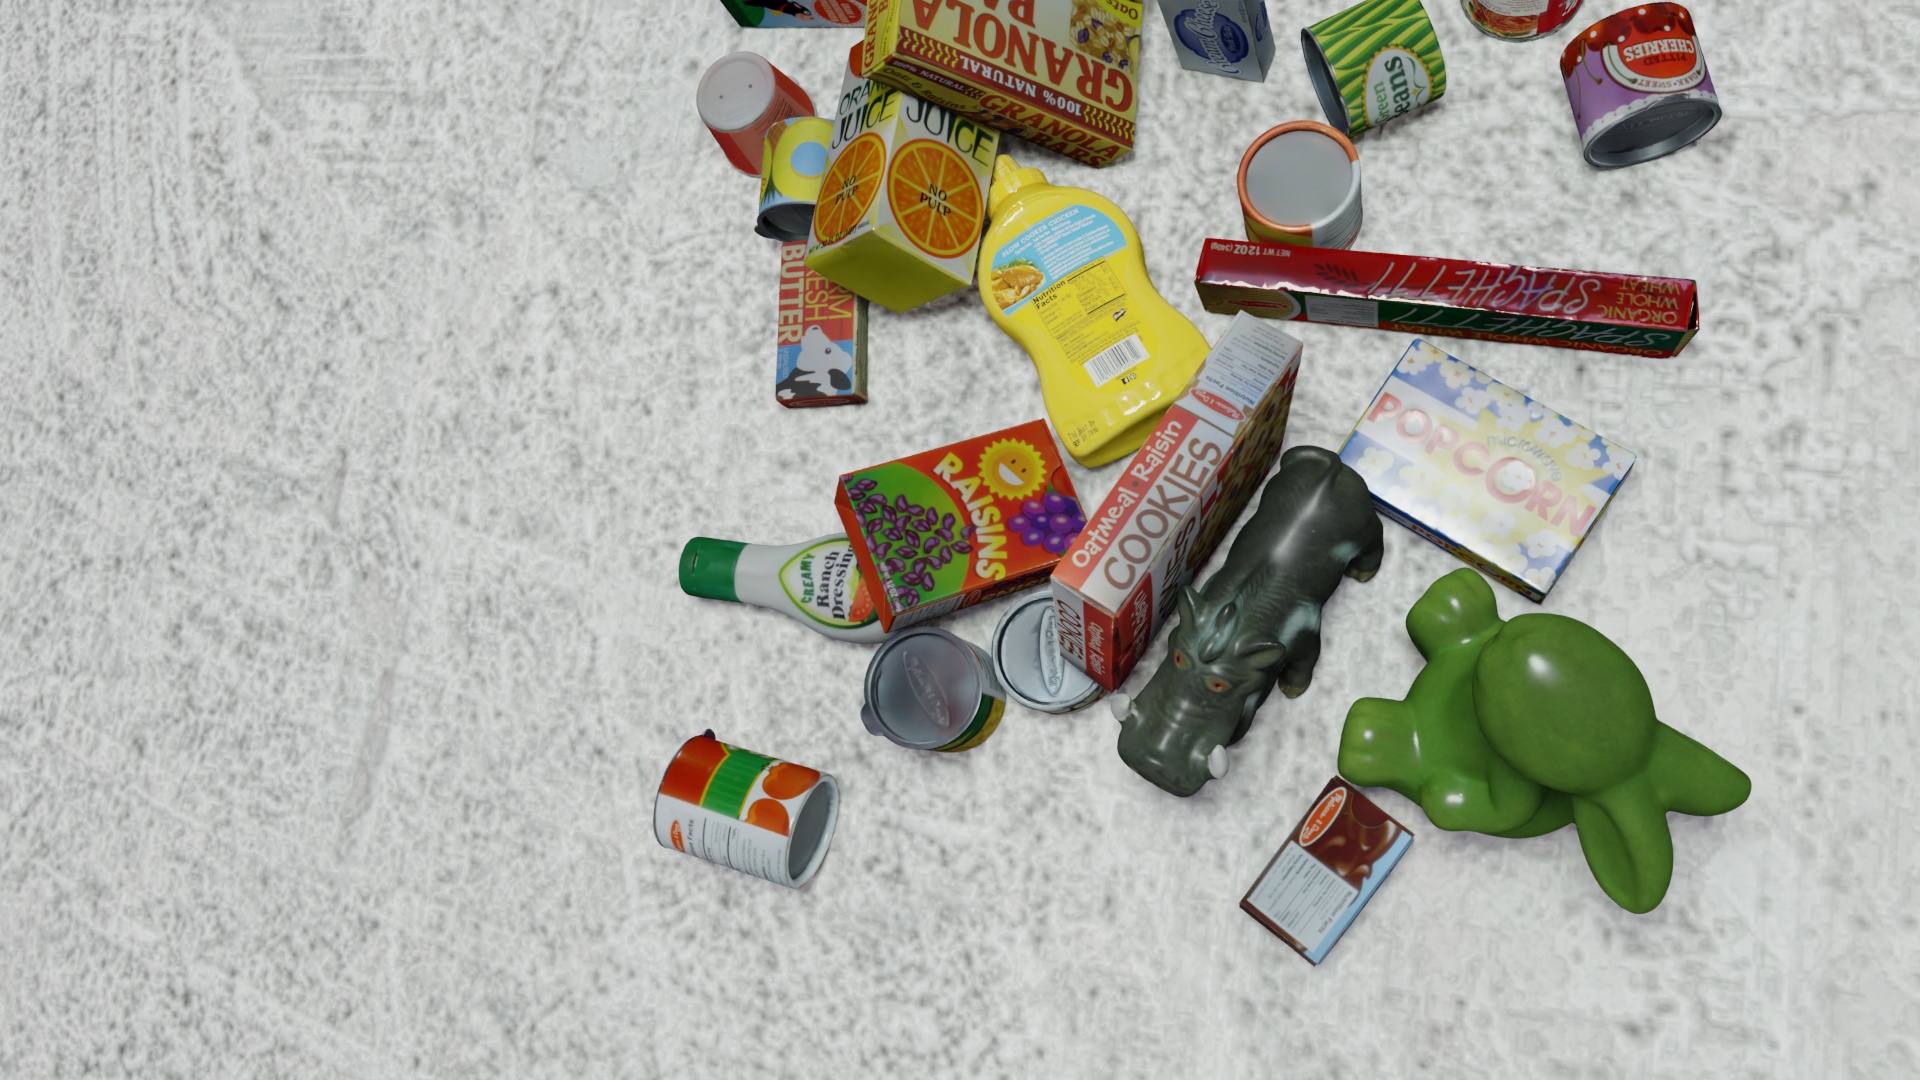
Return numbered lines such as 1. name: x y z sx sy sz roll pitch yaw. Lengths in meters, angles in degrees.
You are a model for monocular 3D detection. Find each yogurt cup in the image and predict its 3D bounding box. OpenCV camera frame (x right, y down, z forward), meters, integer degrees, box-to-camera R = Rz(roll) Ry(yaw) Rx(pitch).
1. yogurt cup: -0.131 -0.273 0.881 0.072 0.054 0.072 -3 79 16

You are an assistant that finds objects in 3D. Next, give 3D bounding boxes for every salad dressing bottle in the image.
1. salad dressing bottle: -0.092 0.024 0.812 0.148 0.044 0.064 6 80 18

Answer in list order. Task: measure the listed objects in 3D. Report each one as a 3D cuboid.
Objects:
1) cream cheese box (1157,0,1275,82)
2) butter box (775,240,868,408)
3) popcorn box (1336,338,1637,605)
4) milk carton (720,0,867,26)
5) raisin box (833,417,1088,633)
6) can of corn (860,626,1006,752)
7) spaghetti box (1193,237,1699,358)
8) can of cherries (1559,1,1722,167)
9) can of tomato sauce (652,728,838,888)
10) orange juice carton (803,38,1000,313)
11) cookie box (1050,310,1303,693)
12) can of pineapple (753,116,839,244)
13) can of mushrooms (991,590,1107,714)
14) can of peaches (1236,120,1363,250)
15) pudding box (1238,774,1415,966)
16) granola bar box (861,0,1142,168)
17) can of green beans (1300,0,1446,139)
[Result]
1. cream cheese box: 0.143 -0.293 0.779 0.053 0.104 0.024 17 89 20
2. butter box: -0.084 -0.134 0.854 0.053 0.024 0.103 -3 78 15
3. popcorn box: 0.268 -0.037 0.722 0.127 0.038 0.085 34 89 20
4. milk carton: -0.062 -0.373 0.872 0.190 0.073 0.072 5 80 17
5. raisin box: 0.003 -0.010 0.767 0.124 0.040 0.086 -17 71 -17
6. can of corn: -0.015 0.085 0.768 0.071 0.058 0.071 -3 78 16
7. spaghetti box: 0.253 -0.129 0.740 0.250 0.050 0.029 9 83 18
8. can of cherries: 0.354 -0.237 0.723 0.071 0.071 0.058 -11 76 14
9. can of tomato sauce: -0.119 0.151 0.782 0.083 0.071 0.071 13 83 18
10. orange juice carton: -0.026 -0.240 0.815 0.071 0.073 0.193 -11 64 50
11. cookie box: 0.109 -0.015 0.700 0.040 0.122 0.168 32 74 18
12. can of pineapple: -0.091 -0.218 0.851 0.071 0.071 0.058 -1 78 16
13. can of mushrooms: 0.055 0.062 0.766 0.071 0.033 0.071 -4 77 16
14. can of peaches: 0.186 -0.191 0.769 0.071 0.058 0.071 -3 78 15
15. pudding box: 0.187 0.168 0.707 0.050 0.030 0.083 37 90 21
16. granola bar box: 0.029 -0.298 0.789 0.039 0.166 0.124 -12 71 56
17. can of green beans: 0.228 -0.264 0.768 0.058 0.071 0.071 -22 73 11
